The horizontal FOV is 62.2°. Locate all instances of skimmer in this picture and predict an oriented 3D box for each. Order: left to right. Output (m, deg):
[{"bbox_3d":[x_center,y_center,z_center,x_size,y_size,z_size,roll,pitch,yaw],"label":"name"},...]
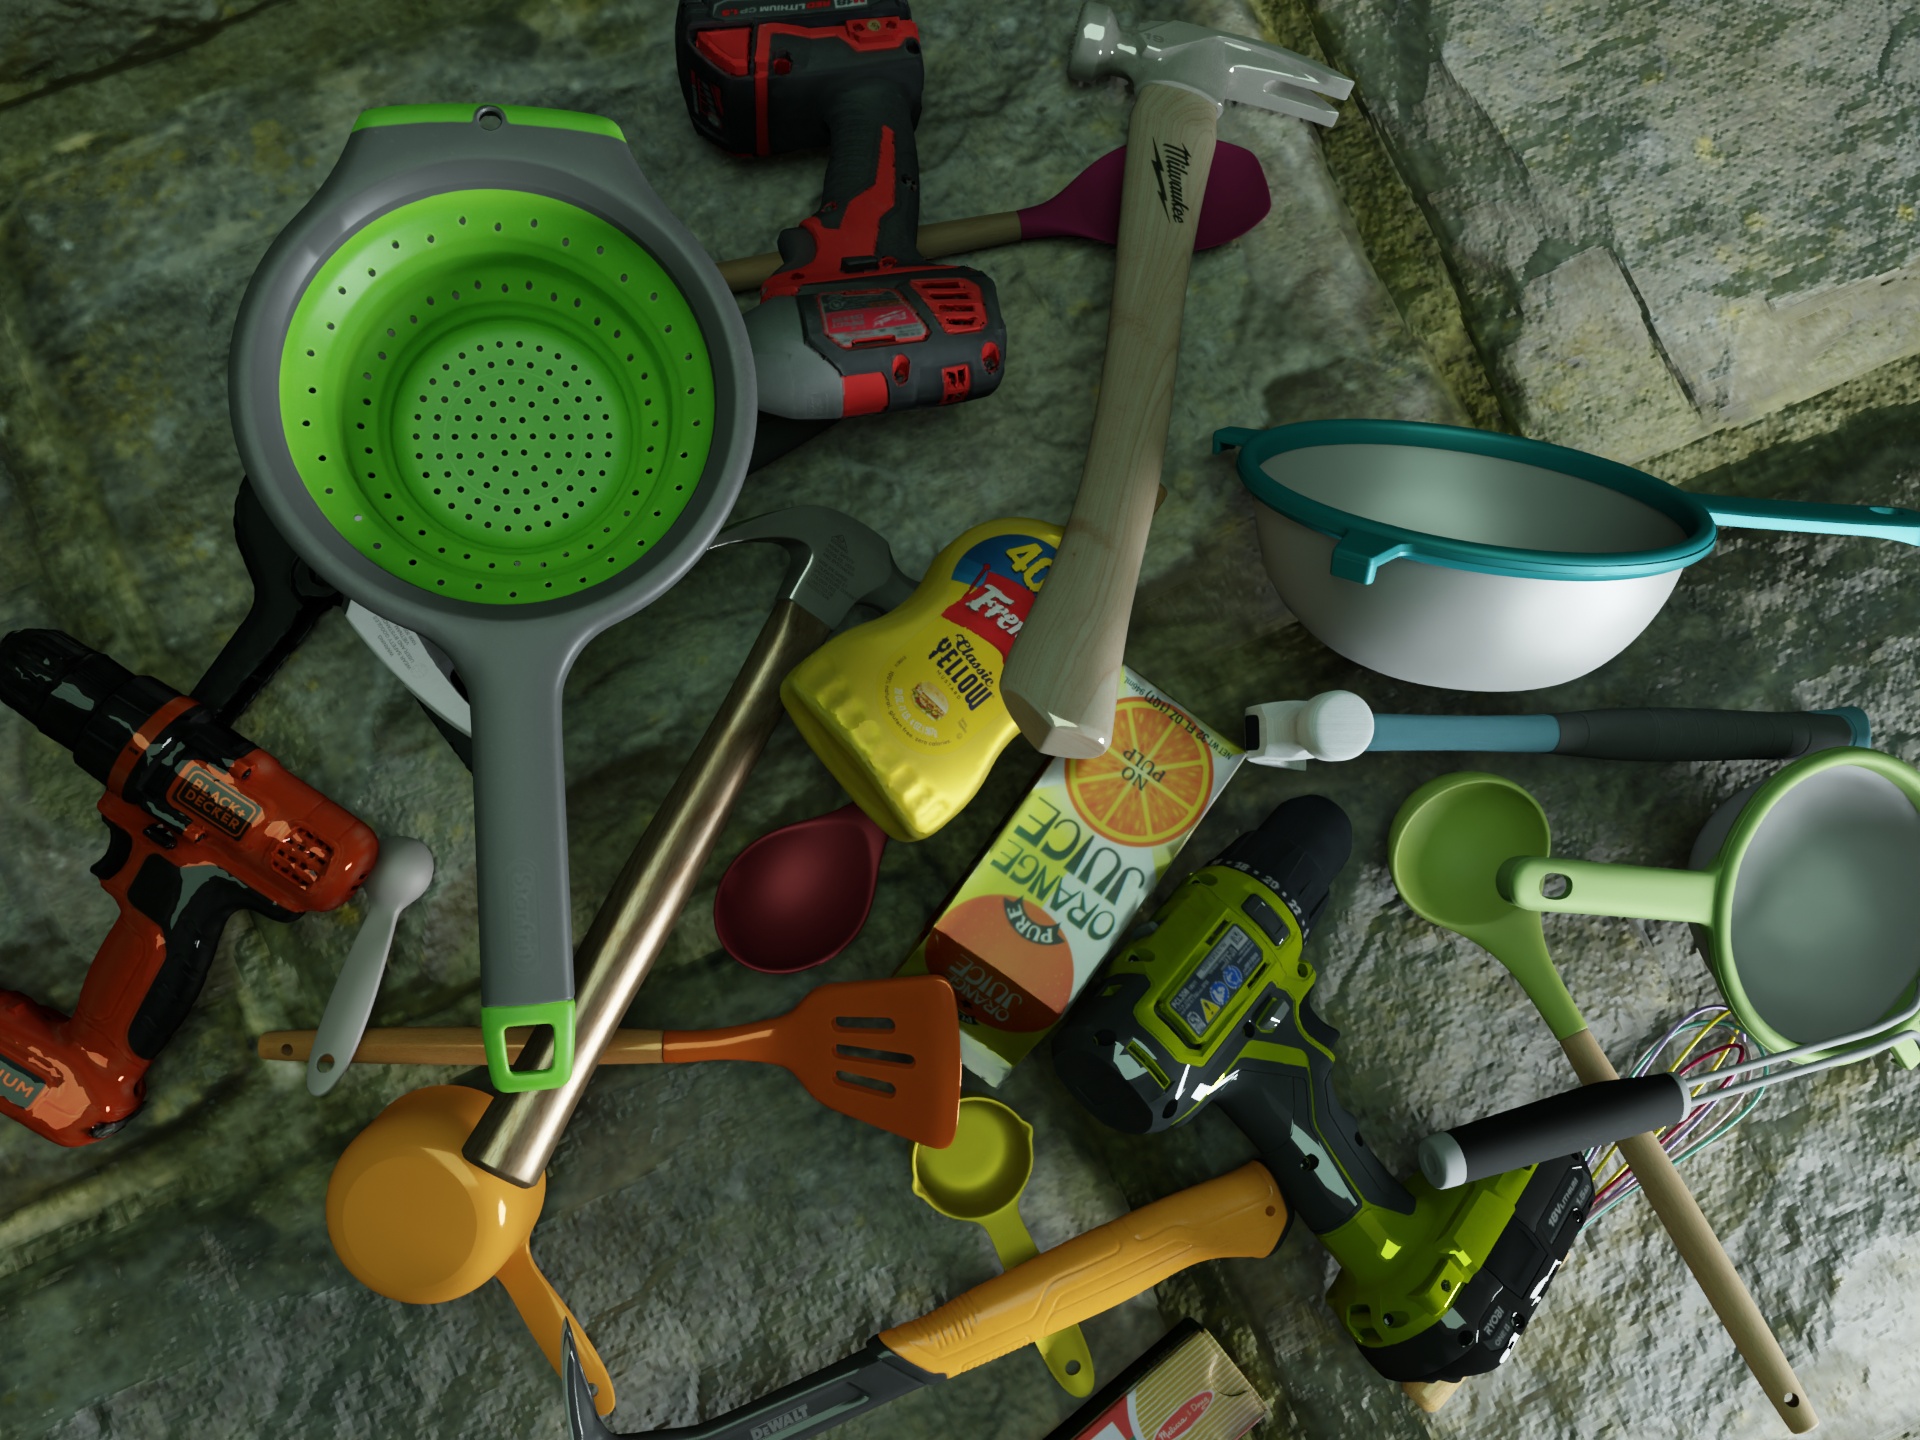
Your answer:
[{"bbox_3d":[0.377,0.157,0.682,0.363,0.090,0.127,-10,100,-15],"label":"skimmer"}]

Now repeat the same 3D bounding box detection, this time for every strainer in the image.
[{"bbox_3d":[0.291,-0.067,0.752,0.340,0.211,0.095,2,115,-10],"label":"strainer"},{"bbox_3d":[0.352,0.080,0.753,0.256,0.069,0.151,6,92,-17],"label":"strainer"}]

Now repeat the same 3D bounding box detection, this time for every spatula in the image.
[{"bbox_3d":[-0.161,0.151,0.726,0.322,0.041,0.081,0,97,0],"label":"spatula"}]

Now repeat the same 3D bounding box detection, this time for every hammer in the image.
[{"bbox_3d":[-0.125,0.048,0.711,0.130,0.031,0.331,35,72,-25],"label":"hammer"},{"bbox_3d":[-0.127,-0.113,0.760,0.335,0.035,0.146,-34,91,-15],"label":"hammer"},{"bbox_3d":[-0.004,0.265,0.705,0.337,0.034,0.127,-18,97,-16],"label":"hammer"},{"bbox_3d":[0.094,-0.170,0.748,0.146,0.038,0.411,13,66,-3],"label":"hammer"},{"bbox_3d":[0.292,0.007,0.761,0.331,0.128,0.033,1,87,-14],"label":"hammer"}]

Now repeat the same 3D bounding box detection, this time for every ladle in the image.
[{"bbox_3d":[-0.001,-0.002,0.775,0.069,0.031,0.315,39,79,13],"label":"ladle"},{"bbox_3d":[0.296,0.168,0.727,0.078,0.062,0.320,-29,71,7],"label":"ladle"}]

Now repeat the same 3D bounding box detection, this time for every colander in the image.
[{"bbox_3d":[-0.189,-0.049,0.675,0.204,0.094,0.397,-2,88,-13],"label":"colander"}]

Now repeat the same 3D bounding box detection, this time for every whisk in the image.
[{"bbox_3d":[0.298,0.233,0.760,0.051,0.047,0.245,41,85,14],"label":"whisk"}]

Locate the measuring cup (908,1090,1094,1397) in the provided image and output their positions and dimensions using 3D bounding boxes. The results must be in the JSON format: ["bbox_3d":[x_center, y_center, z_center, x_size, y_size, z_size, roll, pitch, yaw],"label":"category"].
[{"bbox_3d":[0.024,0.246,0.747,0.062,0.029,0.156,-26,96,-10],"label":"measuring cup"}]

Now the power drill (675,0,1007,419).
[{"bbox_3d":[-0.068,-0.242,0.752,0.143,0.078,0.220,-10,70,-9],"label":"power drill"}]

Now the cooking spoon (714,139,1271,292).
[{"bbox_3d":[0.004,-0.249,0.814,0.319,0.017,0.069,-12,76,-6],"label":"cooking spoon"}]

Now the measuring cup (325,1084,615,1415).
[{"bbox_3d":[-0.210,0.246,0.703,0.095,0.052,0.173,-34,91,5],"label":"measuring cup"}]

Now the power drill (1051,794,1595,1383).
[{"bbox_3d":[0.173,0.160,0.723,0.228,0.080,0.190,48,59,-1],"label":"power drill"}]

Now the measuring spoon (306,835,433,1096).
[{"bbox_3d":[-0.275,0.110,0.728,0.034,0.018,0.124,9,69,9],"label":"measuring spoon"}]
